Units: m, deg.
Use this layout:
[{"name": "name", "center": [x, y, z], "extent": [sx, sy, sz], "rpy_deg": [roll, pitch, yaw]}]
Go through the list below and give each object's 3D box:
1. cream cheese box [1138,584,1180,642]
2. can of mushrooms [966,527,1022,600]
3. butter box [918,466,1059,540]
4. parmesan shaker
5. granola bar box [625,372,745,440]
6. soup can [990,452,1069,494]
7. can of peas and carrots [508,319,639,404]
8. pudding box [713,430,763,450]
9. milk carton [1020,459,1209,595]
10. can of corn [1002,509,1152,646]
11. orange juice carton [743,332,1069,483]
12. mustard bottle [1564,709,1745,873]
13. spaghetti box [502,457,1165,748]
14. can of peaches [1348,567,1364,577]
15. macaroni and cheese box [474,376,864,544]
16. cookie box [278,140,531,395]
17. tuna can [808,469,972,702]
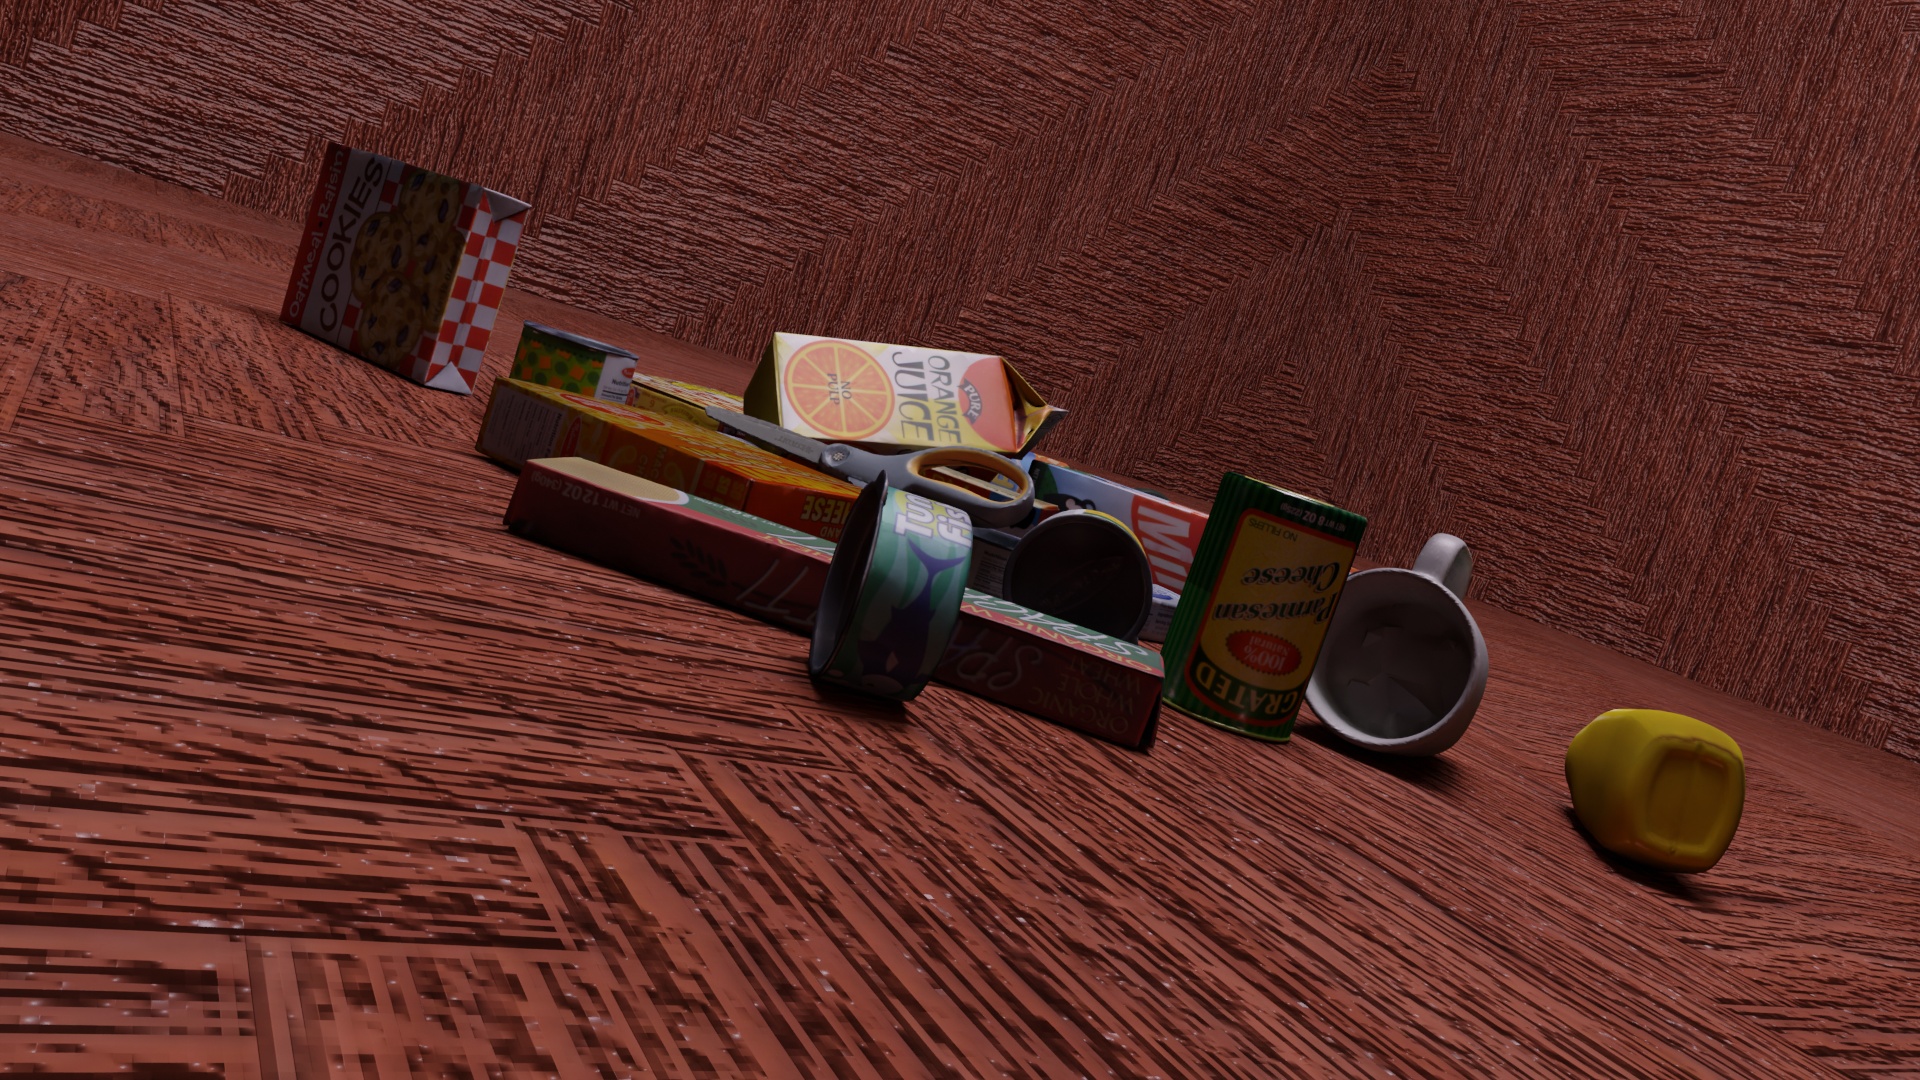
[{"name": "cream cheese box", "center": [0.091, 0.036, 0.781], "extent": [0.104, 0.024, 0.053], "rpy_deg": [13, 10, -41]}, {"name": "can of mushrooms", "center": [0.015, 0.013, 0.729], "extent": [0.071, 0.033, 0.071], "rpy_deg": [18, 7, -2]}, {"name": "butter box", "center": [0.003, -0.010, 0.799], "extent": [0.103, 0.053, 0.024], "rpy_deg": [21, 9, 30]}, {"name": "parmesan shaker", "center": [0.127, 0.027, 0.608], "extent": [0.071, 0.103, 0.071], "rpy_deg": [18, 6, -2]}, {"name": "granola bar box", "center": [-0.175, -0.081, 0.960], "extent": [0.124, 0.039, 0.166], "rpy_deg": [21, 7, 21]}, {"name": "soup can", "center": [0.038, -0.042, 1.116], "extent": [0.084, 0.071, 0.071], "rpy_deg": [18, 6, -10]}, {"name": "can of peas and carrots", "center": [-0.225, -0.088, 0.791], "extent": [0.071, 0.058, 0.071], "rpy_deg": [18, 6, -2]}, {"name": "pudding box", "center": [-0.133, -0.041, 0.785], "extent": [0.050, 0.030, 0.084], "rpy_deg": [16, 7, -28]}, {"name": "milk carton", "center": [0.131, 0.012, 0.882], "extent": [0.191, 0.072, 0.073], "rpy_deg": [22, 7, 26]}, {"name": "can of corn", "center": [0.056, 0.021, 0.636], "extent": [0.071, 0.071, 0.058], "rpy_deg": [19, 6, 5]}, {"name": "orange juice carton", "center": [-0.032, -0.072, 0.869], "extent": [0.193, 0.073, 0.071], "rpy_deg": [3, -26, -24]}, {"name": "mustard bottle", "center": [0.304, 0.106, 0.625], "extent": [0.049, 0.065, 0.160], "rpy_deg": [15, 2, 13]}, {"name": "spaghetti box", "center": [-0.044, 0.020, 0.521], "extent": [0.250, 0.028, 0.050], "rpy_deg": [19, 7, 4]}, {"name": "can of peaches", "center": [0.246, 0.045, 0.964], "extent": [0.071, 0.071, 0.058], "rpy_deg": [12, 8, -45]}, {"name": "macaroni and cheese box", "center": [-0.124, -0.028, 0.656], "extent": [0.166, 0.040, 0.124], "rpy_deg": [22, 7, 31]}, {"name": "cookie box", "center": [-0.353, -0.174, 0.874], "extent": [0.167, 0.122, 0.040], "rpy_deg": [22, 6, 32]}, {"name": "tuna can", "center": [-0.022, 0.014, 0.444], "extent": [0.033, 0.071, 0.071], "rpy_deg": [18, 6, -14]}]
